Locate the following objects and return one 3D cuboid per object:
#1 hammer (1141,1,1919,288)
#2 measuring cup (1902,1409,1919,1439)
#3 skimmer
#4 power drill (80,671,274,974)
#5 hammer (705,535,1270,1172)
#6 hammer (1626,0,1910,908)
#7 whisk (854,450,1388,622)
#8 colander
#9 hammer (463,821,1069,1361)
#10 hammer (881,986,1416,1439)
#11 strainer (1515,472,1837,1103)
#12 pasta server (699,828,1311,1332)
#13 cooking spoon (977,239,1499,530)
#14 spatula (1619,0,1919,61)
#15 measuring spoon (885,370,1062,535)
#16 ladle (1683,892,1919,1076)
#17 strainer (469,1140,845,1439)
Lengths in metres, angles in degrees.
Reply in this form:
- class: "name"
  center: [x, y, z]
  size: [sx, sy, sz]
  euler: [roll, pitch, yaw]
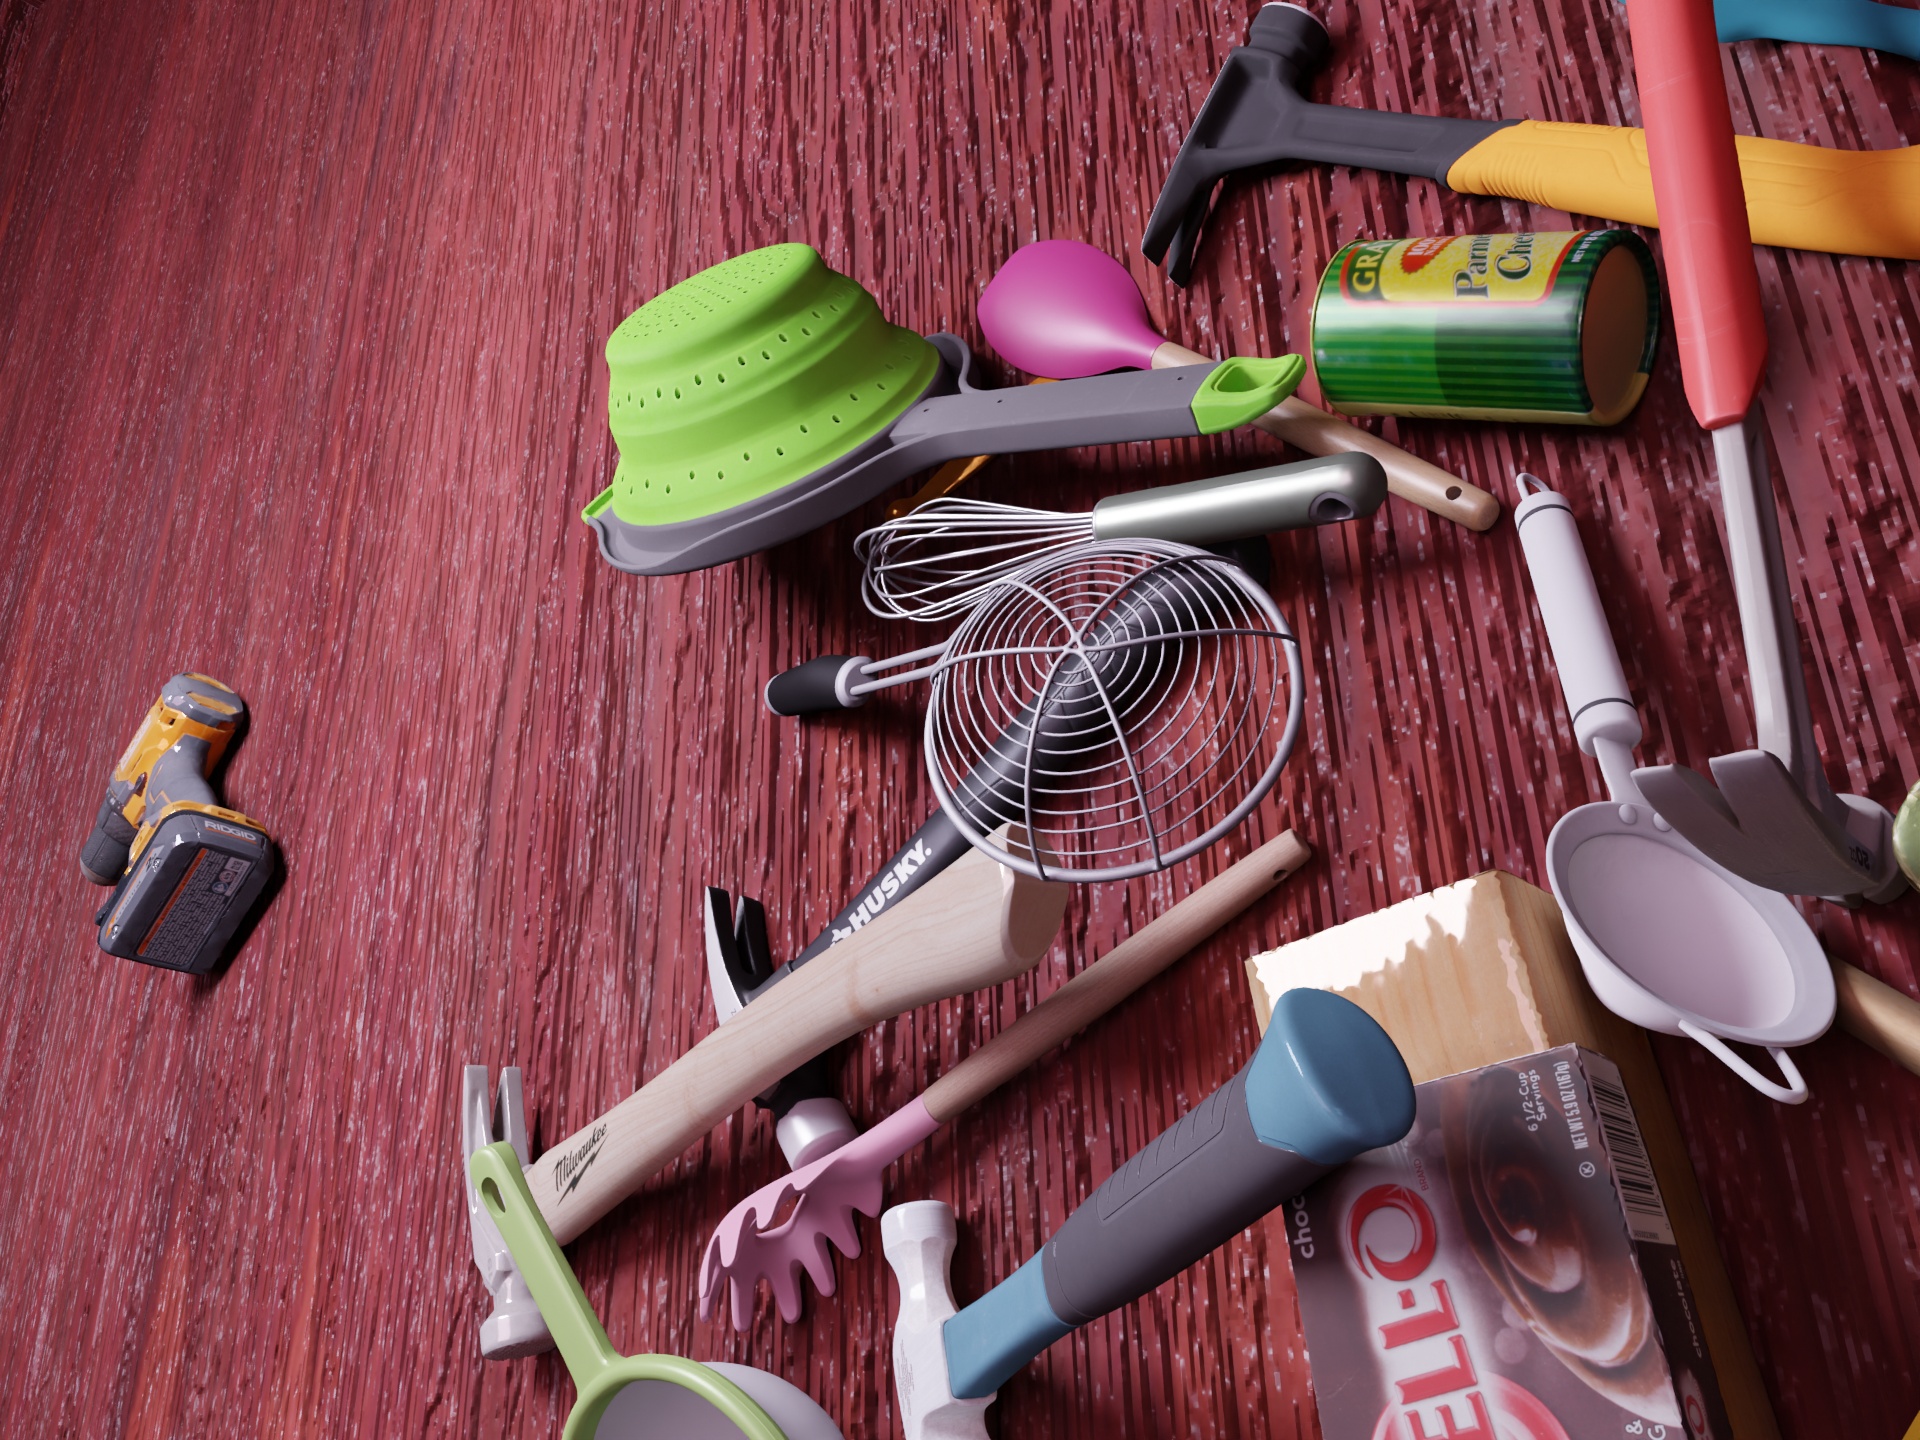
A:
- class: "hammer"
  center: [0.215, -0.204, 0.600]
  size: [0.337, 0.034, 0.127]
  euler: [29, 91, 45]
- class: "measuring cup"
  center: [0.257, 0.165, 0.390]
  size: [0.062, 0.029, 0.156]
  euler: [42, 128, 54]
- class: "skimmer"
  center: [-0.001, -0.002, 0.641]
  size: [0.127, 0.090, 0.363]
  euler: [-57, 16, -14]
- class: "power drill"
  center: [-0.588, 0.091, 1.171]
  size: [0.185, 0.084, 0.226]
  euler: [-54, 42, 11]
- class: "hammer"
  center: [0.008, 0.032, 0.685]
  size: [0.334, 0.035, 0.146]
  euler: [-48, 48, 15]
- class: "hammer"
  center: [0.220, -0.130, 0.469]
  size: [0.037, 0.149, 0.359]
  euler: [-15, 65, 39]
- class: "whisk"
  center: [0.053, -0.076, 0.638]
  size: [0.246, 0.057, 0.059]
  euler: [-5, 56, 38]
- class: "colander"
  center: [-0.038, -0.160, 0.705]
  size: [0.397, 0.094, 0.204]
  euler: [2, 40, 41]
- class: "hammer"
  center: [-0.107, 0.146, 0.691]
  size: [0.410, 0.038, 0.146]
  euler: [-39, 54, 35]
- class: "hammer"
  center: [0.038, 0.167, 0.489]
  size: [0.330, 0.033, 0.128]
  euler: [120, 148, -50]
- class: "strainer"
  center: [0.202, 0.010, 0.491]
  size: [0.050, 0.087, 0.259]
  euler: [116, 163, -47]
- class: "pasta server"
  center: [0.012, 0.145, 0.629]
  size: [0.316, 0.060, 0.040]
  euler: [-39, 43, 17]
- class: "cooking spoon"
  center: [0.104, -0.149, 0.686]
  size: [0.069, 0.017, 0.319]
  euler: [-53, 46, 4]
- class: "spatula"
  center: [0.326, -0.211, 0.495]
  size: [0.082, 0.044, 0.318]
  euler: [-43, 49, 4]
- class: "measuring spoon"
  center: [0.004, -0.131, 0.774]
  size: [0.117, 0.011, 0.021]
  euler: [-39, 50, 22]
- class: "ladle"
  center: [0.308, 0.119, 0.379]
  size: [0.320, 0.062, 0.078]
  euler: [40, 121, 51]
- class: "strainer"
  center: [-0.113, 0.272, 0.637]
  size: [0.257, 0.069, 0.151]
  euler: [52, 121, 23]
